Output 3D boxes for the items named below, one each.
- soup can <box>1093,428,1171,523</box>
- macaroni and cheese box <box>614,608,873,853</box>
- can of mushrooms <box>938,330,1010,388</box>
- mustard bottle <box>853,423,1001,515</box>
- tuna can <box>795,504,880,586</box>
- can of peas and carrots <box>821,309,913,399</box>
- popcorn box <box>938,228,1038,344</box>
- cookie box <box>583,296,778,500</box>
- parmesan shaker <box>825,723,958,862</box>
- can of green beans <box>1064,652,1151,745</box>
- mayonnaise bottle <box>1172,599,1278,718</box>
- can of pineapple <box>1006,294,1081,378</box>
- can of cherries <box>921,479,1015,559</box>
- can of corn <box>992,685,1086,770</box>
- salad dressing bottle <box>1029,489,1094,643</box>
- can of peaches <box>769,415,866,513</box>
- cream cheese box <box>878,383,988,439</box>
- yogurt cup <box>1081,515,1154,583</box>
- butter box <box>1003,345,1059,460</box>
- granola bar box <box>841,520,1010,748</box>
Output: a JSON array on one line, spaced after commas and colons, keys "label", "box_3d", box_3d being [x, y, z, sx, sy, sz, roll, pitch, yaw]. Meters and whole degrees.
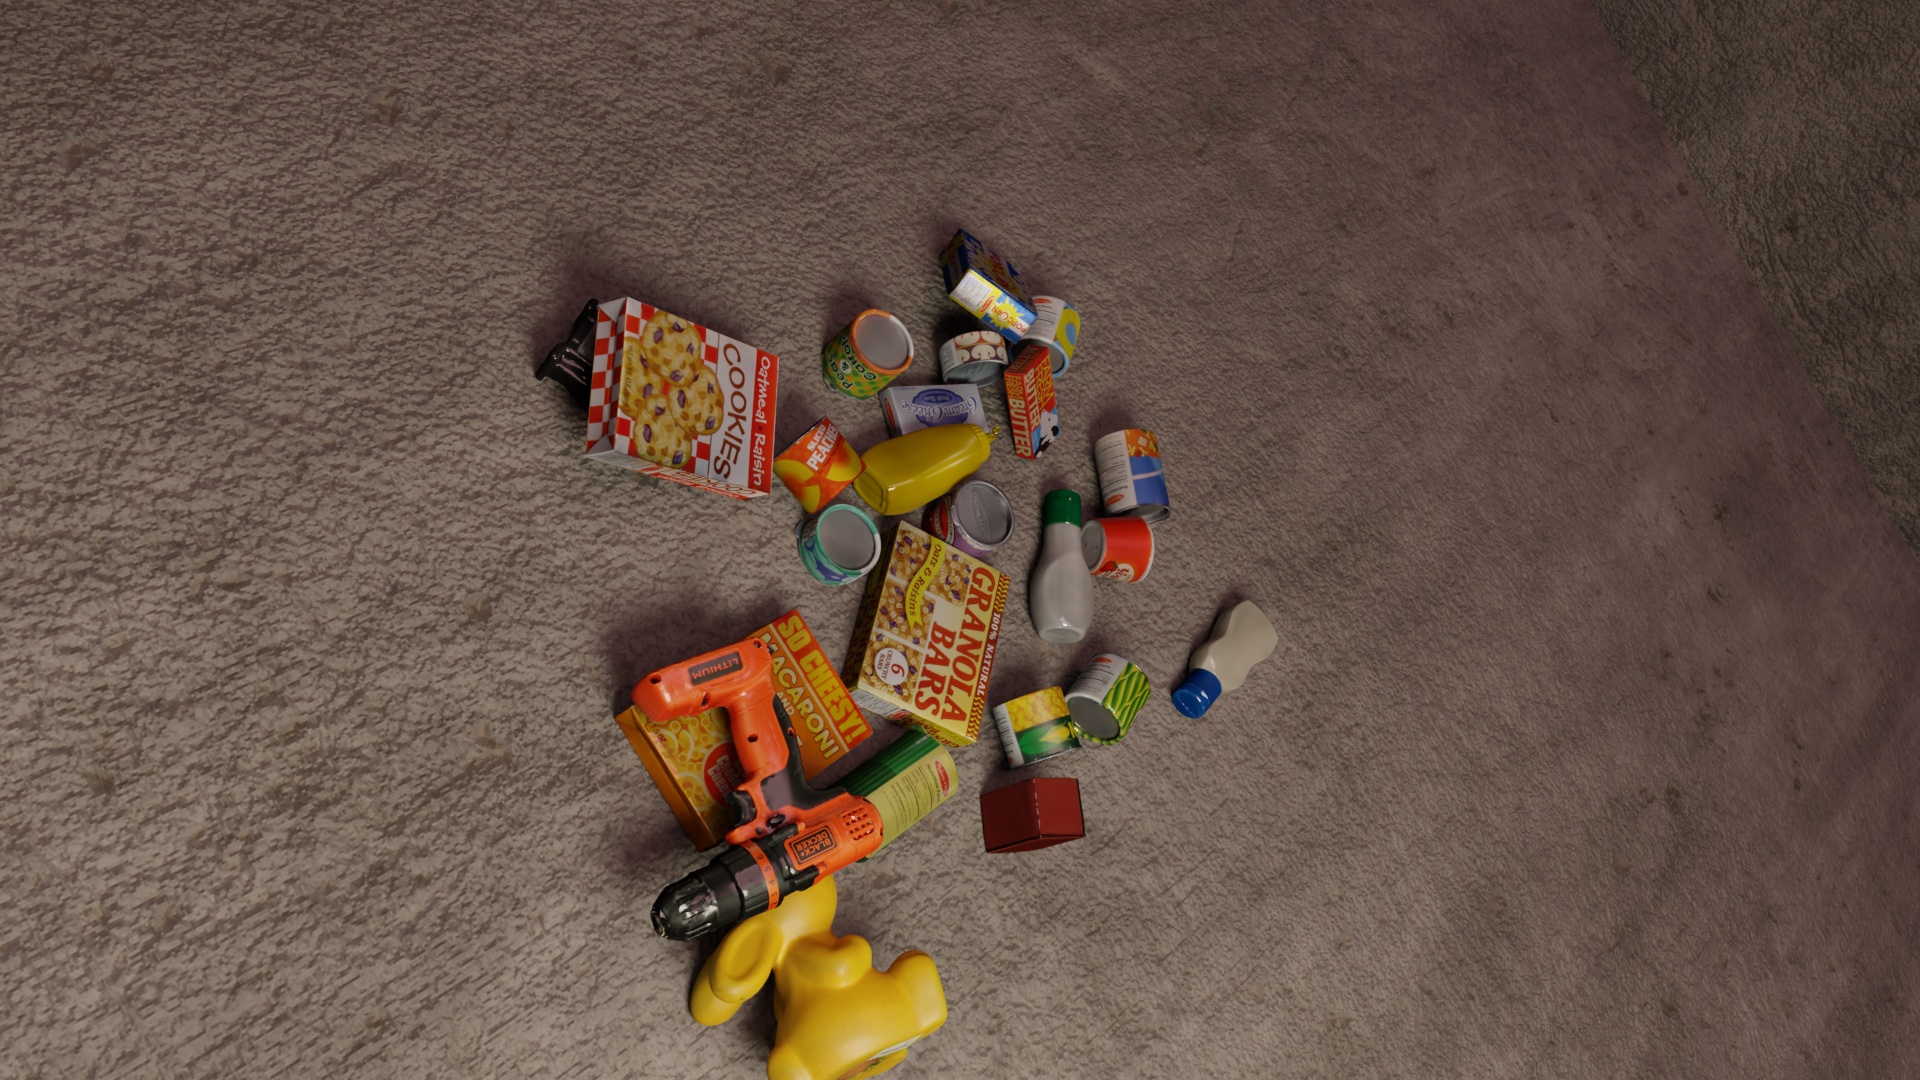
[{"label": "soup can", "box_3d": [0.176, -0.063, 1.410, 0.071, 0.071, 0.084, 5, 68, -34]}, {"label": "macaroni and cheese box", "box_3d": [-0.167, 0.145, 1.089, 0.167, 0.040, 0.123, -32, 90, -40]}, {"label": "can of mushrooms", "box_3d": [0.015, -0.174, 1.341, 0.071, 0.070, 0.033, 1, 69, -36]}, {"label": "mustard bottle", "box_3d": [-0.021, -0.073, 1.268, 0.161, 0.048, 0.065, -24, 54, -34]}, {"label": "tuna can", "box_3d": [-0.106, 0.002, 1.200, 0.071, 0.032, 0.071, 15, 63, -31]}, {"label": "can of peas and carrots", "box_3d": [-0.087, -0.169, 1.271, 0.071, 0.058, 0.071, 15, 62, -30]}, {"label": "popcorn box", "box_3d": [0.026, -0.251, 1.362, 0.085, 0.038, 0.127, 32, 22, -21]}, {"label": "cookie box", "box_3d": [-0.220, -0.110, 1.117, 0.167, 0.040, 0.123, 16, 72, -52]}, {"label": "parmesan shaker", "box_3d": [-0.061, 0.203, 1.123, 0.103, 0.071, 0.071, -30, 89, -39]}, {"label": "can of green beans", "box_3d": [0.135, 0.147, 1.290, 0.071, 0.071, 0.058, 48, 51, -9]}, {"label": "mayonnaise bottle", "box_3d": [0.267, 0.123, 1.413, 0.064, 0.041, 0.149, 52, 51, -4]}, {"label": "can of pineapple", "box_3d": [0.085, -0.204, 1.406, 0.071, 0.070, 0.058, 31, 56, -22]}, {"label": "can of cherries", "box_3d": [0.005, -0.016, 1.271, 0.071, 0.058, 0.072, 14, 64, -31]}, {"label": "can of corn", "box_3d": [0.069, 0.166, 1.233, 0.071, 0.071, 0.058, -10, 77, -38]}, {"label": "salad dressing bottle", "box_3d": [0.098, 0.023, 1.332, 0.064, 0.043, 0.148, 18, 60, -27]}, {"label": "can of peaches", "box_3d": [-0.122, -0.065, 1.193, 0.058, 0.071, 0.071, 51, 50, -9]}, {"label": "cream cheese box", "box_3d": [-0.024, -0.119, 1.317, 0.104, 0.024, 0.053, -7, 77, -38]}, {"label": "yogurt cup", "box_3d": [0.150, 0.007, 1.364, 0.054, 0.072, 0.072, 5, 68, -26]}, {"label": "butter box", "box_3d": [0.070, -0.135, 1.355, 0.053, 0.024, 0.103, -50, 142, -39]}, {"label": "granola bar box", "box_3d": [-0.029, 0.083, 1.216, 0.124, 0.039, 0.166, 28, 56, -23]}]
